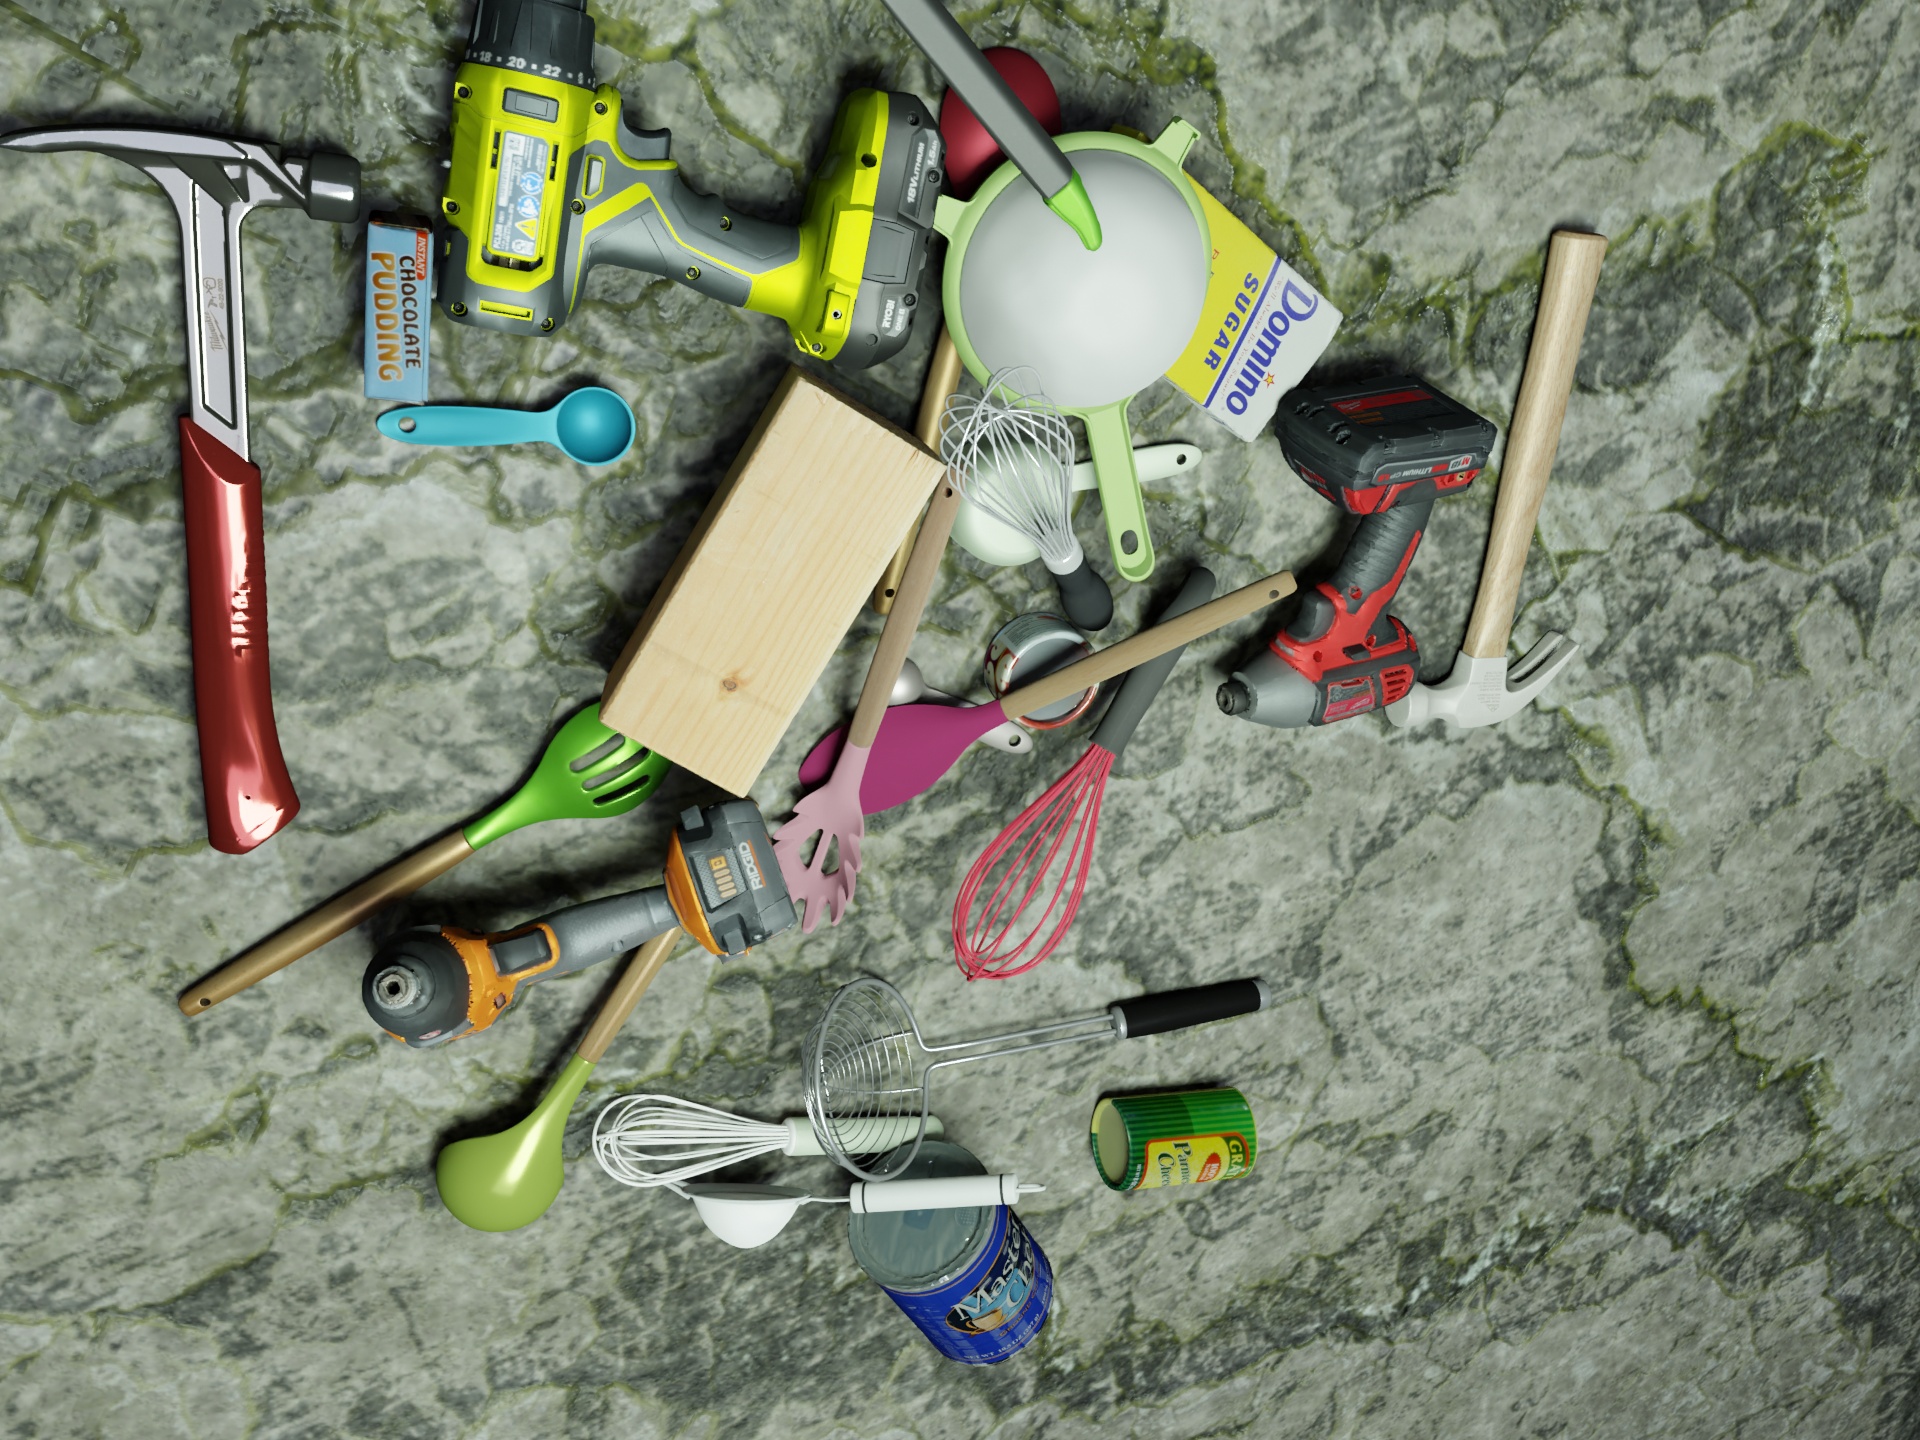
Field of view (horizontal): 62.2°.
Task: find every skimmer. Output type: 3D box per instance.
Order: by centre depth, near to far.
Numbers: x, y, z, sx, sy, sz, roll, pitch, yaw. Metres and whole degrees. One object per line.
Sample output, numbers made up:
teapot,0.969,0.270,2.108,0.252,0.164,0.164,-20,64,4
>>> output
skimmer,0.064,0.215,1.066,0.363,0.090,0.127,-7,83,-21

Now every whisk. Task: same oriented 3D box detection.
whisk,0.047,-0.103,0.860,0.070,0.070,0.284,-40,156,0
whisk,0.080,0.035,0.986,0.073,0.073,0.296,30,90,-30
whisk,-0.122,0.274,1.052,0.246,0.059,0.057,6,148,-28

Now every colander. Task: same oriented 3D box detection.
colander,-0.088,-0.334,0.691,0.094,0.205,0.396,-37,118,19

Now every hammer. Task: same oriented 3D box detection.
hammer,-0.371,-0.100,0.779,0.149,0.037,0.359,-1,114,-21
hammer,0.372,-0.151,1.048,0.130,0.031,0.331,-3,114,-20

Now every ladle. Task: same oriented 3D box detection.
ladle,-0.007,-0.205,0.879,0.069,0.031,0.315,7,113,-21
ladle,-0.217,0.178,0.975,0.078,0.062,0.320,32,93,-27

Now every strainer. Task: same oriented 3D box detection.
strainer,0.082,-0.178,0.852,0.151,0.069,0.256,-19,122,-6
strainer,-0.073,0.311,1.028,0.258,0.086,0.050,-6,79,9

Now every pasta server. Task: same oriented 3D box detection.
pasta server,-0.052,-0.006,0.908,0.060,0.040,0.316,22,123,1

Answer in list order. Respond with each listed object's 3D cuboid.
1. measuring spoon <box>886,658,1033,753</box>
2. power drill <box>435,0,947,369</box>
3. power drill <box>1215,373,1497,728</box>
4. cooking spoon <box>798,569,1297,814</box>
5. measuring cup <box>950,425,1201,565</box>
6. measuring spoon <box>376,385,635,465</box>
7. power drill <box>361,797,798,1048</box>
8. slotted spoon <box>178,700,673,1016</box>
measuring spoon,-0.002,-0.003,0.979,0.124,0.018,0.034,25,103,-30
power drill,-0.130,-0.271,0.770,0.228,0.080,0.190,6,106,-22
power drill,0.234,-0.092,0.977,0.143,0.079,0.219,-13,130,-25
cooking spoon,0.049,-0.017,0.944,0.319,0.017,0.068,-25,121,11
measuring cup,0.071,-0.137,0.932,0.167,0.038,0.083,-13,118,-13
measuring spoon,-0.234,-0.155,0.823,0.128,0.021,0.042,-1,115,-11
power drill,-0.207,0.116,0.864,0.226,0.164,0.084,-20,84,-7
slotted spoon,-0.299,0.082,0.900,0.314,0.031,0.070,-30,121,-4
